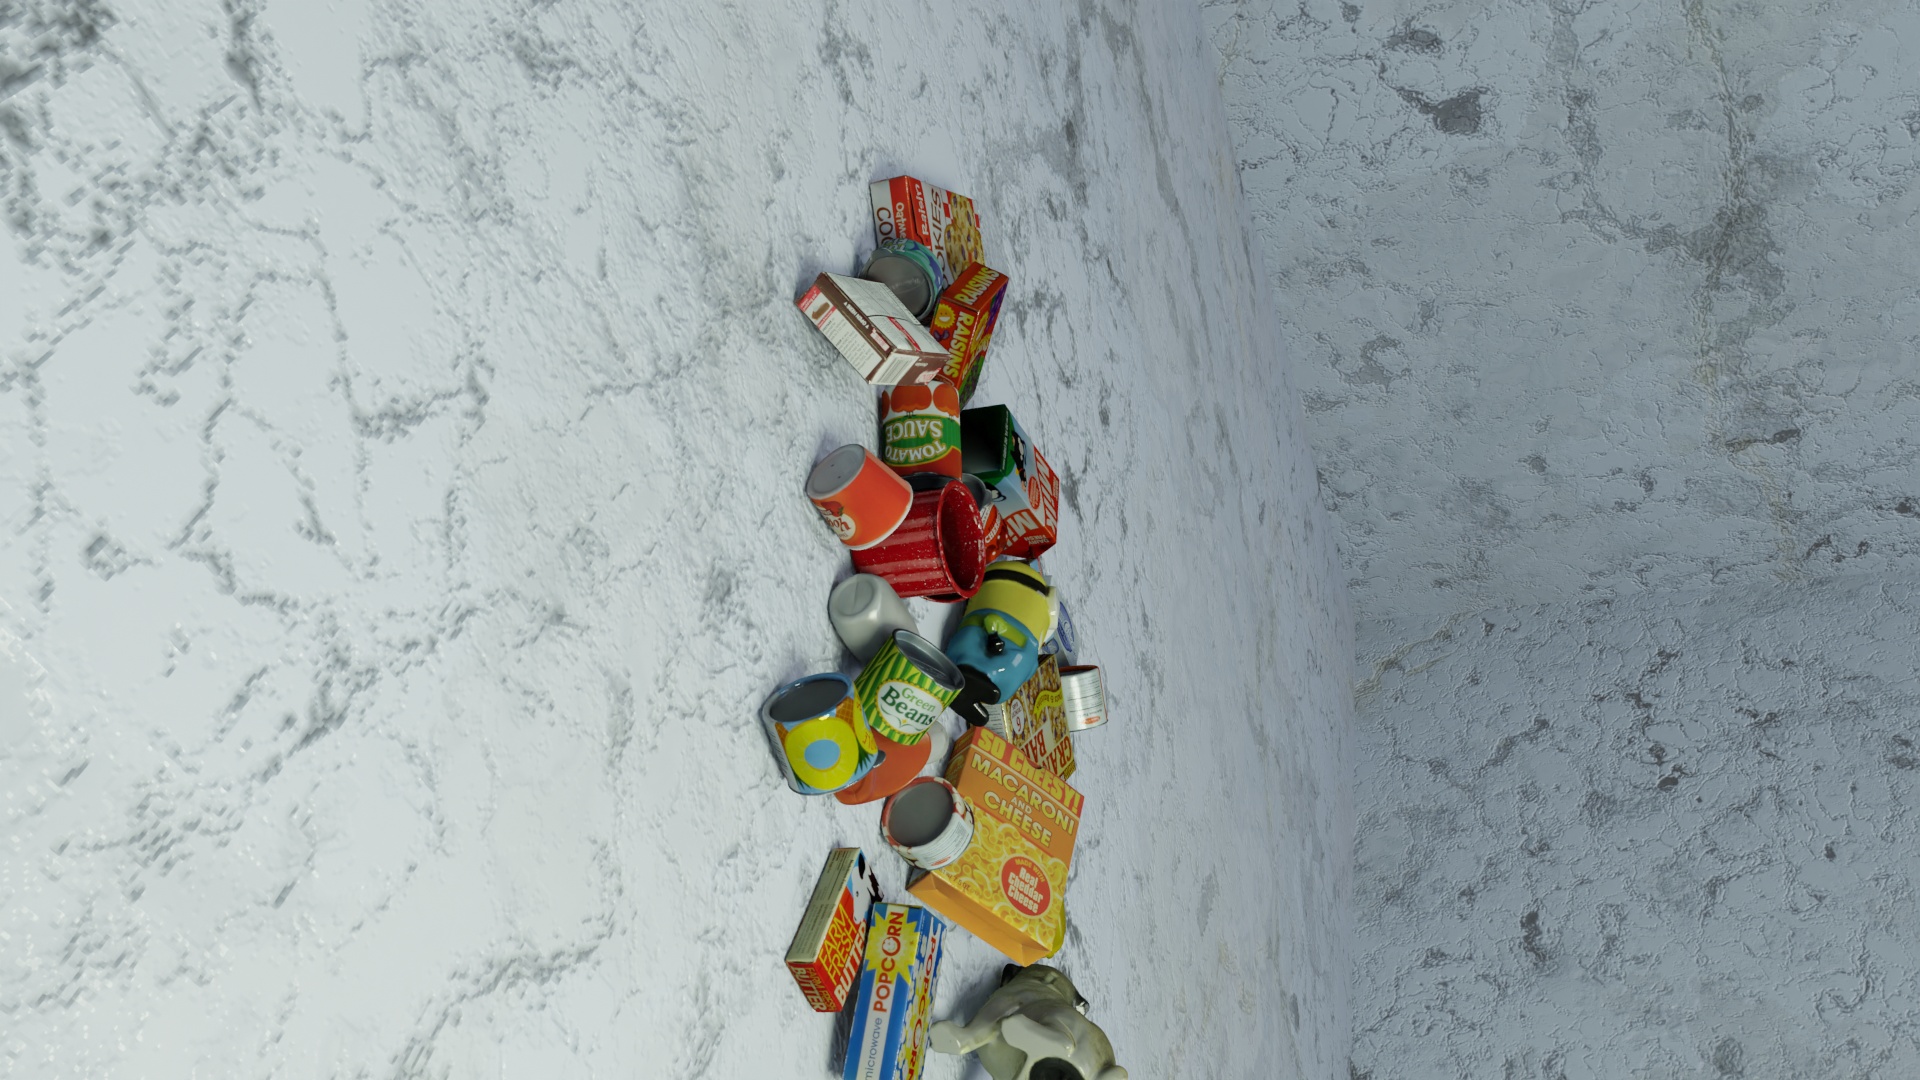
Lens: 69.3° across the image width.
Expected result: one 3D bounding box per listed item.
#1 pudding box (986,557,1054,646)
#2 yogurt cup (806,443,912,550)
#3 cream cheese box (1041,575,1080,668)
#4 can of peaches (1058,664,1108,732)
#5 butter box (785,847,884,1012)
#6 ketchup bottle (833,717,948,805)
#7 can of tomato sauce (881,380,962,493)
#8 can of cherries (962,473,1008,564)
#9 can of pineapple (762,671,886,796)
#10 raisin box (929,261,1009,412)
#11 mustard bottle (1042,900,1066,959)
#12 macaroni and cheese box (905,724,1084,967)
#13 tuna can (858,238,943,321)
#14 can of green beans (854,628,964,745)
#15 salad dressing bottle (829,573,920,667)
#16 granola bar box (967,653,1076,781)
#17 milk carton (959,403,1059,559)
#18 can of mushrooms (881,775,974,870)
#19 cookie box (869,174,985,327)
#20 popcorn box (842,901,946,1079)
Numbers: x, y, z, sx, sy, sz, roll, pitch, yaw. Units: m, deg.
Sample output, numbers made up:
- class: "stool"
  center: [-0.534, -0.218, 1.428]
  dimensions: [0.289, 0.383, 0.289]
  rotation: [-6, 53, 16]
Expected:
- class: "pudding box"
  center: [0.057, 0.061, 1.341]
  dimensions: [0.030, 0.049, 0.083]
  rotation: [-24, 105, -65]
- class: "yogurt cup"
  center: [-0.077, -0.035, 1.034]
  dimensions: [0.053, 0.072, 0.073]
  rotation: [49, 38, -34]
- class: "cream cheese box"
  center: [0.098, 0.090, 1.464]
  dimensions: [0.054, 0.024, 0.103]
  rotation: [-75, 149, -45]
- class: "can of peaches"
  center: [0.113, 0.162, 1.427]
  dimensions: [0.071, 0.071, 0.058]
  rotation: [-17, 98, -67]
- class: "butter box"
  center: [-0.086, 0.270, 0.967]
  dimensions: [0.104, 0.024, 0.053]
  rotation: [-67, 142, -51]
- class: "ketchup bottle"
  center: [-0.053, 0.159, 1.055]
  dimensions: [0.149, 0.043, 0.065]
  rotation: [5, 68, -67]
- class: "can of tomato sauce"
  center: [-0.033, -0.084, 1.152]
  dimensions: [0.071, 0.071, 0.083]
  rotation: [29, 56, -63]
- class: "can of cherries"
  center: [0.004, -0.015, 1.213]
  dimensions: [0.058, 0.071, 0.072]
  rotation: [59, 32, -44]
- class: "can of pineapple"
  center: [-0.093, 0.129, 0.938]
  dimensions: [0.071, 0.071, 0.057]
  rotation: [-57, 134, -58]
- class: "raisin box"
  center: [-0.002, -0.169, 1.209]
  dimensions: [0.086, 0.040, 0.122]
  rotation: [-55, 166, -53]
- class: "mustard bottle"
  center: [0.066, 0.334, 1.258]
  dimensions: [0.049, 0.065, 0.159]
  rotation: [-76, 153, -50]
- class: "macaroni and cheese box"
  center: [0.035, 0.250, 1.161]
  dimensions: [0.123, 0.040, 0.167]
  rotation: [36, 39, -13]
- class: "tuna can"
  center: [-0.050, -0.218, 1.155]
  dimensions: [0.033, 0.071, 0.070]
  rotation: [-69, 144, -51]
- class: "can of green beans"
  center: [-0.040, 0.107, 1.015]
  dimensions: [0.071, 0.057, 0.071]
  rotation: [36, 12, -9]
- class: "salad dressing bottle"
  center: [-0.052, 0.083, 1.085]
  dimensions: [0.147, 0.044, 0.064]
  rotation: [57, 29, -48]
- class: "granola bar box"
  center: [0.059, 0.188, 1.321]
  dimensions: [0.166, 0.039, 0.124]
  rotation: [-25, 106, -67]
- class: "milk carton"
  center: [0.042, -0.047, 1.310]
  dimensions: [0.190, 0.073, 0.072]
  rotation: [47, 41, -55]
- class: "can of mushrooms"
  center: [-0.027, 0.217, 1.075]
  dimensions: [0.033, 0.071, 0.071]
  rotation: [57, 33, -44]
- class: "cookie box"
  center: [-0.022, -0.258, 1.267]
  dimensions: [0.168, 0.040, 0.123]
  rotation: [-13, 95, -67]
- class: "popcorn box"
  center: [-0.045, 0.330, 0.991]
  dimensions: [0.085, 0.038, 0.127]
  rotation: [64, 33, -62]
